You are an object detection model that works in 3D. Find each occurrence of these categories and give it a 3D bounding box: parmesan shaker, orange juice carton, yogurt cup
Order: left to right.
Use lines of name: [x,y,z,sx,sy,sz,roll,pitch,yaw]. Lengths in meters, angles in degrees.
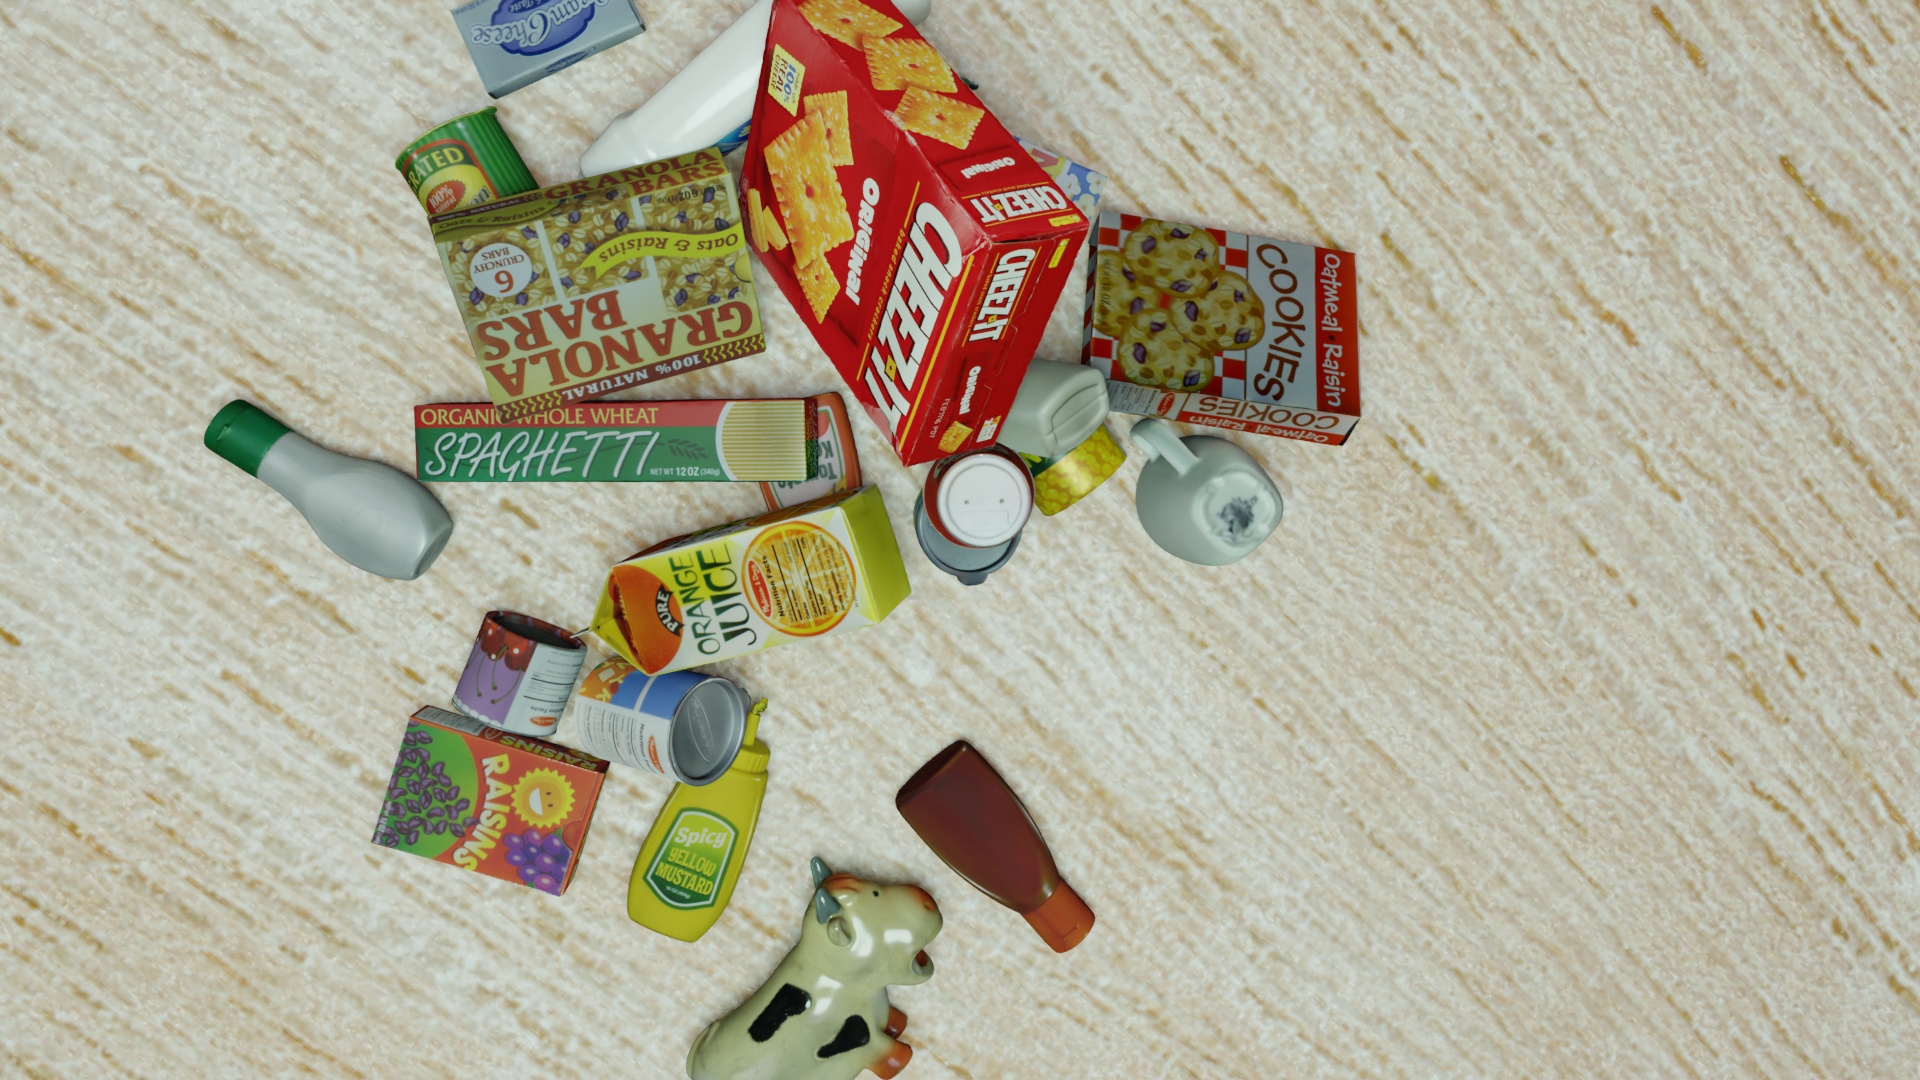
parmesan shaker: [-0.278,-0.196,0.831,0.071,0.071,0.103,-31,96,-1]
orange juice carton: [-0.136,0.028,0.832,0.192,0.072,0.073,-14,99,17]
yogurt cup: [0.012,-0.025,0.815,0.072,0.054,0.072,0,96,-3]

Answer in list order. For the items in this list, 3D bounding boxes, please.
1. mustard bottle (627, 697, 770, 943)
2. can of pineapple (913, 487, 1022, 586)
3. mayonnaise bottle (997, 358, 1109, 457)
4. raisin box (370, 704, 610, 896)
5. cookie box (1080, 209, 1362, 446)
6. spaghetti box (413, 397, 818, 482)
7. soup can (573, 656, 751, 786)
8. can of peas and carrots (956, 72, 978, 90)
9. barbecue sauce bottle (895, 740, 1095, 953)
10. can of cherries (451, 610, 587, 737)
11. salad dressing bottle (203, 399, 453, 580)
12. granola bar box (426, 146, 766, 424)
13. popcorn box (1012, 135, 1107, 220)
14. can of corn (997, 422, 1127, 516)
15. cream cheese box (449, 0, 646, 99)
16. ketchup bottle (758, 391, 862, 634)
mustard bottle: [-0.158,0.172,0.883,0.065,0.049,0.160,22,93,-7]
can of pineapple: [0.003,-0.011,0.873,0.071,0.058,0.071,0,95,-4]
mayonnaise bottle: [0.015,-0.088,0.830,0.065,0.148,0.041,-37,126,-31]
raisin box: [-0.295,0.164,0.878,0.123,0.040,0.086,18,93,-6]
cookie box: [0.160,-0.131,0.858,0.167,0.040,0.123,8,65,-5]
spaghetti box: [-0.211,-0.060,0.845,0.250,0.029,0.050,0,96,7]
soup can: [-0.182,0.108,0.852,0.084,0.071,0.071,8,96,33]
can of peas and carrots: [-0.028,-0.254,0.846,0.071,0.071,0.058,8,96,-5]
barbecue sauce bottle: [0.027,0.203,0.902,0.065,0.044,0.148,-41,97,1]
can of cherries: [-0.274,0.081,0.859,0.071,0.071,0.058,21,94,-6]
salad dressing bottle: [-0.387,-0.032,0.852,0.147,0.044,0.064,33,96,-5]
granola bar box: [-0.204,-0.146,0.805,0.166,0.039,0.123,-18,134,-13]
popcorn box: [0.028,-0.184,0.870,0.085,0.038,0.126,23,93,-5]
can of corn: [0.060,-0.055,0.869,0.071,0.071,0.058,-38,97,0]
cream cheese box: [-0.250,-0.316,0.845,0.104,0.024,0.053,-25,97,-2]
ketchup bottle: [-0.089,-0.016,0.874,0.065,0.043,0.148,-13,96,2]
